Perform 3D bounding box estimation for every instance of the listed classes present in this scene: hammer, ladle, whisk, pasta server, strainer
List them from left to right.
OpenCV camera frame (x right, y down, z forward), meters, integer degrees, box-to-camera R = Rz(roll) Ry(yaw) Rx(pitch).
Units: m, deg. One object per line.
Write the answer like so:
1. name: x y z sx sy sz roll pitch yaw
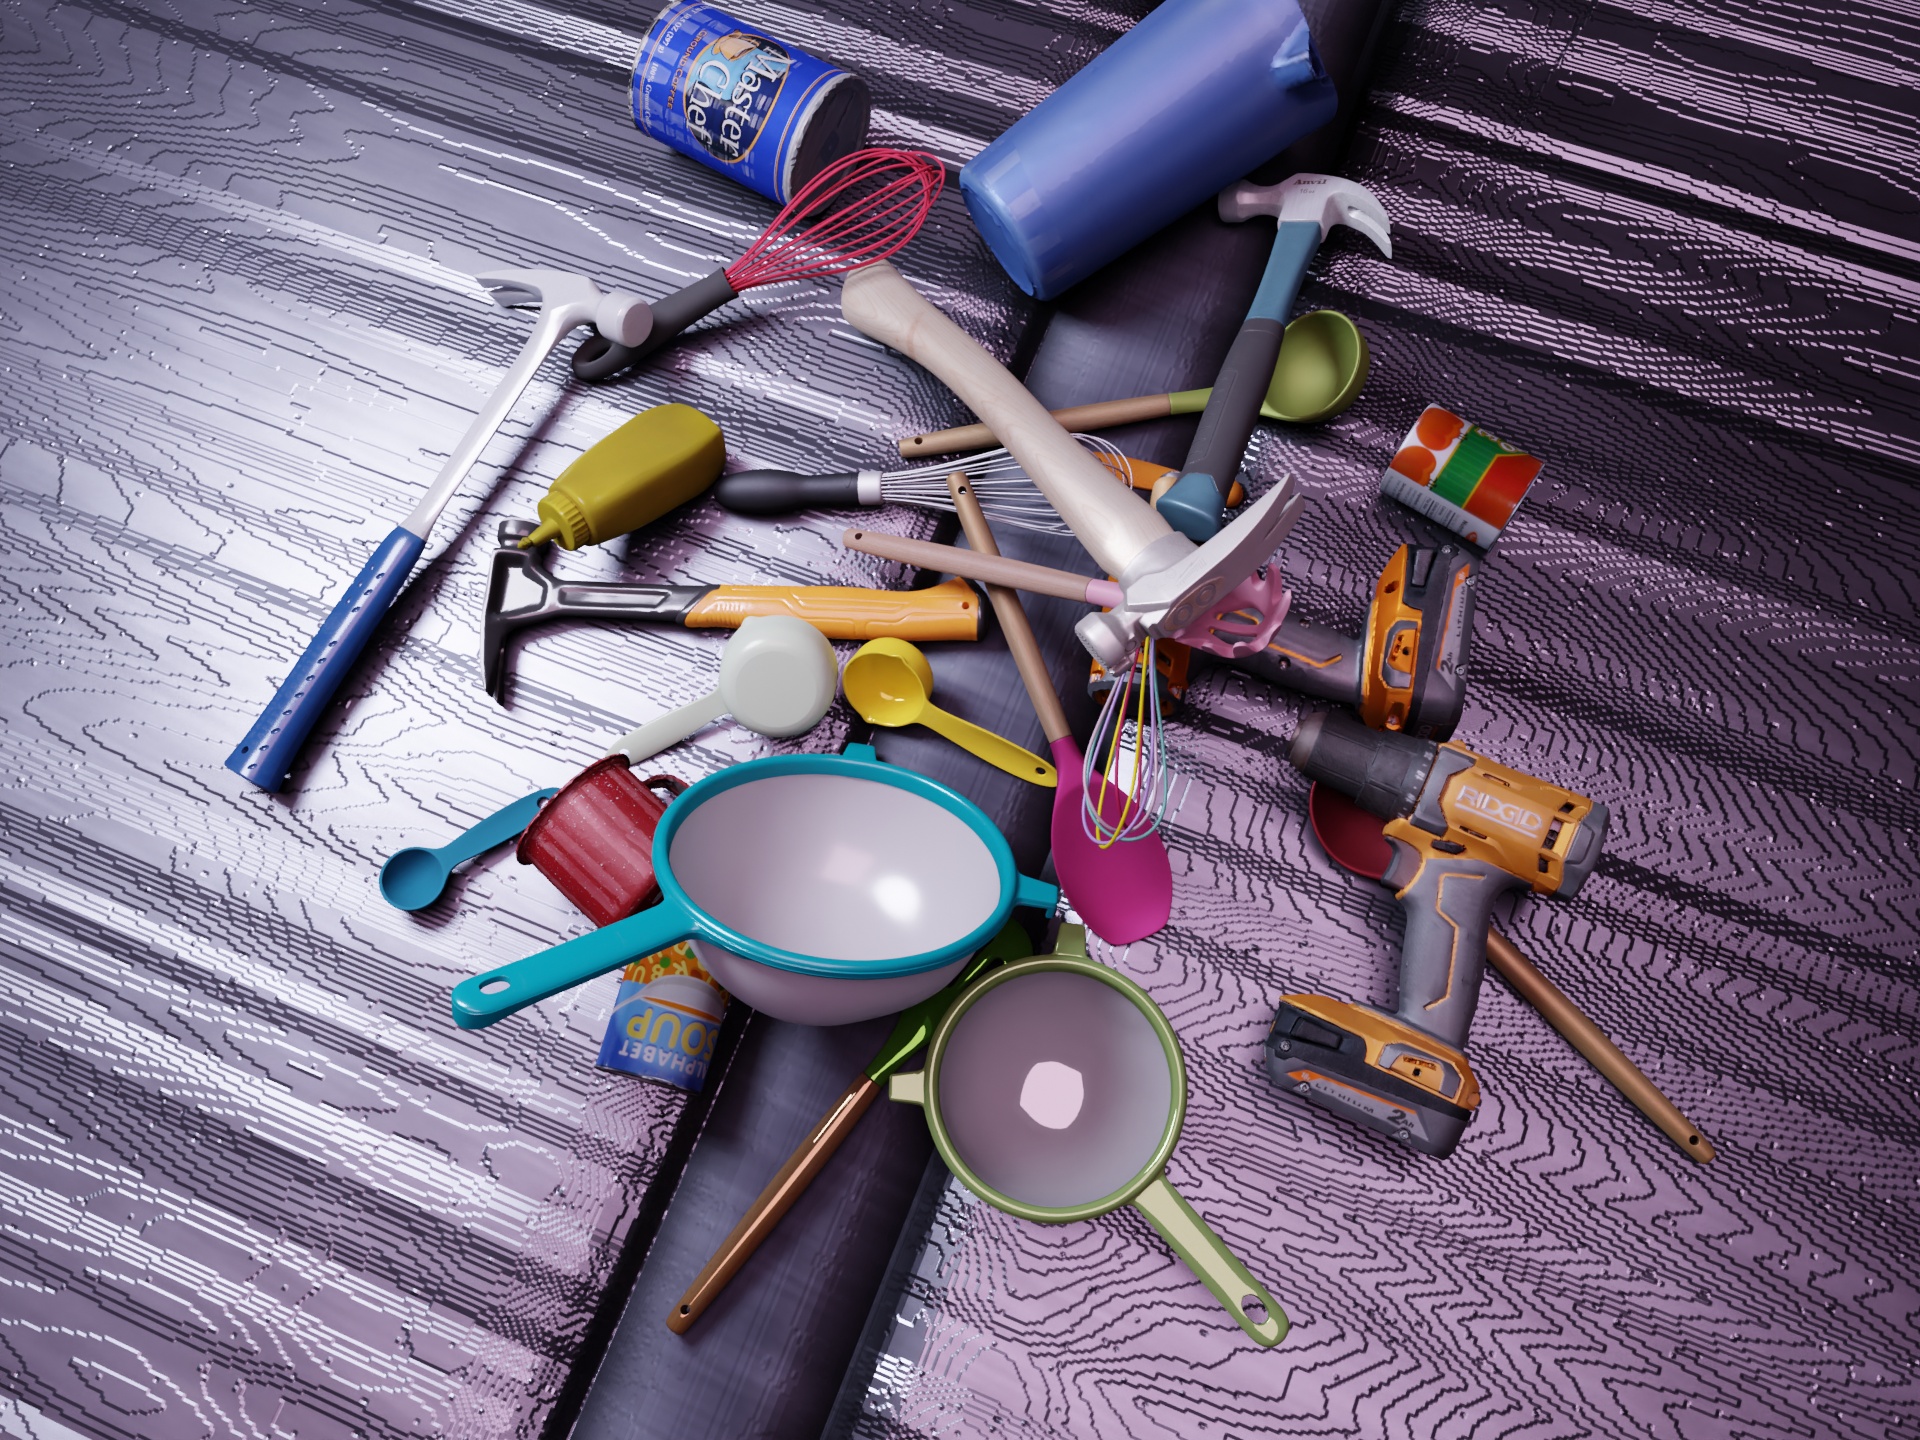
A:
1. hammer: -0.367 -0.136 1.074 0.144 0.035 0.405 25 78 28
2. hammer: -0.149 -0.068 1.052 0.337 0.034 0.127 2 72 4
3. strainer: -0.124 0.129 0.897 0.340 0.095 0.211 -19 41 -38
4. whisk: -0.143 -0.313 1.102 0.296 0.073 0.073 -27 72 9
5. whisk: -0.027 -0.158 1.066 0.284 0.070 0.070 0 72 8
6. hammer: 0.041 -0.196 0.998 0.146 0.038 0.411 -39 51 2
7. pasta server: 0.053 -0.088 0.964 0.316 0.040 0.060 16 71 31
8. strainer: 0.090 0.254 0.918 0.151 0.069 0.256 -40 75 -12
9. ladle: 0.115 -0.216 1.075 0.320 0.062 0.078 -9 66 3
10. whisk: 0.111 -0.039 0.956 0.051 0.047 0.245 6 69 15
11. hammer: 0.191 -0.244 1.030 0.128 0.033 0.331 8 56 25
12. ladle: 0.332 0.144 0.963 0.069 0.031 0.315 -43 77 0

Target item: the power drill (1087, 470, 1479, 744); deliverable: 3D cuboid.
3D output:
1. power drill: 0.205 -0.074 1.012 0.226 0.084 0.164 9 73 10

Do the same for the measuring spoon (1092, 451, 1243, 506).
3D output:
1. measuring spoon: 0.134 -0.166 1.079 0.117 0.011 0.021 14 74 7

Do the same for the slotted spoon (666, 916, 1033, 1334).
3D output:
1. slotted spoon: -0.068 0.238 0.954 0.070 0.031 0.314 36 79 20

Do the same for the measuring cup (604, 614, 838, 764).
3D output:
1. measuring cup: -0.156 -0.005 1.017 0.167 0.038 0.083 -27 110 5

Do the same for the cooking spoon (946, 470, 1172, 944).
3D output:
1. cooking spoon: 0.055 -0.012 1.006 0.069 0.017 0.319 -22 83 2

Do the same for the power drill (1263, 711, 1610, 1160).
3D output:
1. power drill: 0.249 0.116 0.930 0.185 0.084 0.226 24 85 12

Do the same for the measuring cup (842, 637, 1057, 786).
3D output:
1. measuring cup: -0.002 -0.003 1.024 0.156 0.062 0.029 28 40 -2

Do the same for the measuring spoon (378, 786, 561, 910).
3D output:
1. measuring spoon: -0.312 0.082 1.026 0.128 0.021 0.042 -31 72 -16
